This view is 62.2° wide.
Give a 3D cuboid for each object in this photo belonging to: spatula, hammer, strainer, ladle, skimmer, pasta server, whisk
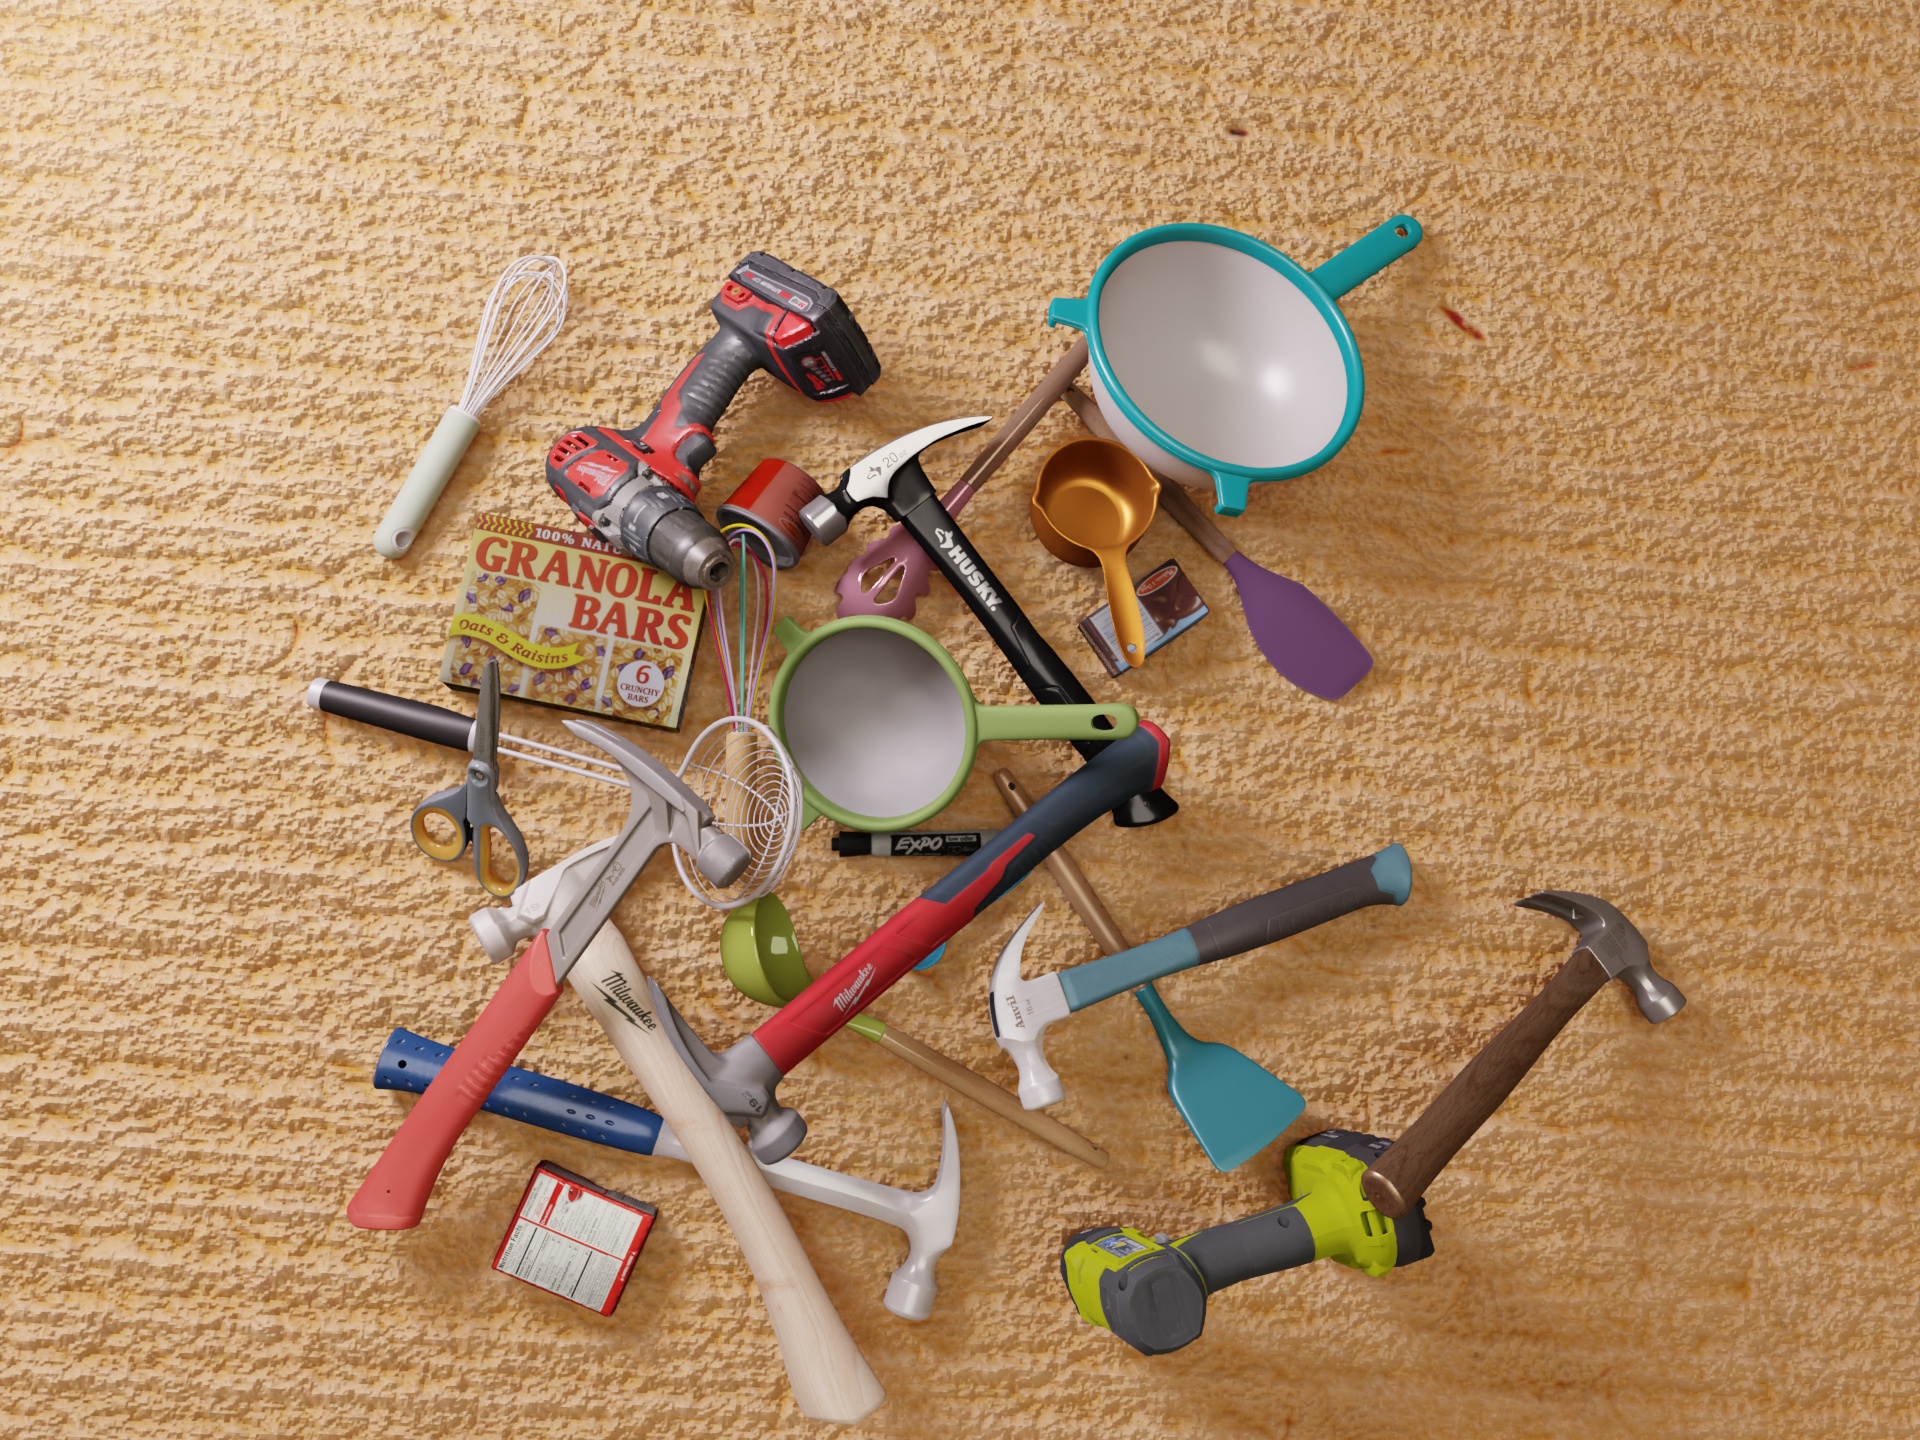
[{"bbox_3d":[0.119,0.165,1.125,0.082,0.044,0.317,-33,86,-18],"label":"spatula"},{"bbox_3d":[0.173,0.155,1.111,0.331,0.033,0.128,-17,78,-16],"label":"hammer"},{"bbox_3d":[0.046,-0.060,1.121,0.146,0.035,0.334,-39,98,-8],"label":"hammer"},{"bbox_3d":[0.218,-0.276,1.169,0.340,0.095,0.211,-37,82,-29],"label":"strainer"},{"bbox_3d":[0.373,0.223,1.078,0.331,0.031,0.130,-31,81,-35],"label":"hammer"},{"bbox_3d":[-0.025,0.220,1.091,0.320,0.078,0.062,32,115,-9],"label":"ladle"},{"bbox_3d":[-0.276,0.027,1.059,0.363,0.090,0.127,15,94,4],"label":"skimmer"},{"bbox_3d":[0.021,-0.188,1.154,0.060,0.040,0.316,40,82,0],"label":"pasta server"},{"bbox_3d":[-0.018,0.112,1.049,0.386,0.038,0.143,-38,103,-16],"label":"hammer"},{"bbox_3d":[-0.194,0.282,1.087,0.405,0.035,0.144,17,83,-3],"label":"hammer"},{"bbox_3d":[-0.156,-0.014,1.108,0.047,0.051,0.245,-1,96,-23],"label":"whisk"},{"bbox_3d":[-0.290,0.178,1.024,0.149,0.036,0.359,38,97,12],"label":"hammer"},{"bbox_3d":[-0.162,0.266,1.050,0.146,0.038,0.411,-30,78,-16],"label":"hammer"},{"bbox_3d":[-0.002,-0.003,1.092,0.256,0.069,0.151,-1,102,15],"label":"strainer"},{"bbox_3d":[-0.348,-0.223,1.128,0.059,0.057,0.246,25,84,32],"label":"whisk"},{"bbox_3d":[0.180,-0.137,1.177,0.060,0.018,0.316,-43,89,4],"label":"spatula"}]

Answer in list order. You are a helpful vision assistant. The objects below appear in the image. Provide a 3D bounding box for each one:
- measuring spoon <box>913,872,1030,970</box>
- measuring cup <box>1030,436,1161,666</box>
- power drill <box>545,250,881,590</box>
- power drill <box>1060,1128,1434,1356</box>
[{"bbox_3d":[0.002,0.132,1.135,0.128,0.021,0.042,-34,87,-17],"label":"measuring spoon"},{"bbox_3d":[0.102,-0.114,1.139,0.095,0.052,0.174,-9,77,-11],"label":"measuring cup"},{"bbox_3d":[-0.160,-0.198,1.085,0.227,0.080,0.188,-47,52,-8],"label":"power drill"},{"bbox_3d":[0.181,0.344,1.058,0.223,0.171,0.080,-14,85,-15],"label":"power drill"}]
